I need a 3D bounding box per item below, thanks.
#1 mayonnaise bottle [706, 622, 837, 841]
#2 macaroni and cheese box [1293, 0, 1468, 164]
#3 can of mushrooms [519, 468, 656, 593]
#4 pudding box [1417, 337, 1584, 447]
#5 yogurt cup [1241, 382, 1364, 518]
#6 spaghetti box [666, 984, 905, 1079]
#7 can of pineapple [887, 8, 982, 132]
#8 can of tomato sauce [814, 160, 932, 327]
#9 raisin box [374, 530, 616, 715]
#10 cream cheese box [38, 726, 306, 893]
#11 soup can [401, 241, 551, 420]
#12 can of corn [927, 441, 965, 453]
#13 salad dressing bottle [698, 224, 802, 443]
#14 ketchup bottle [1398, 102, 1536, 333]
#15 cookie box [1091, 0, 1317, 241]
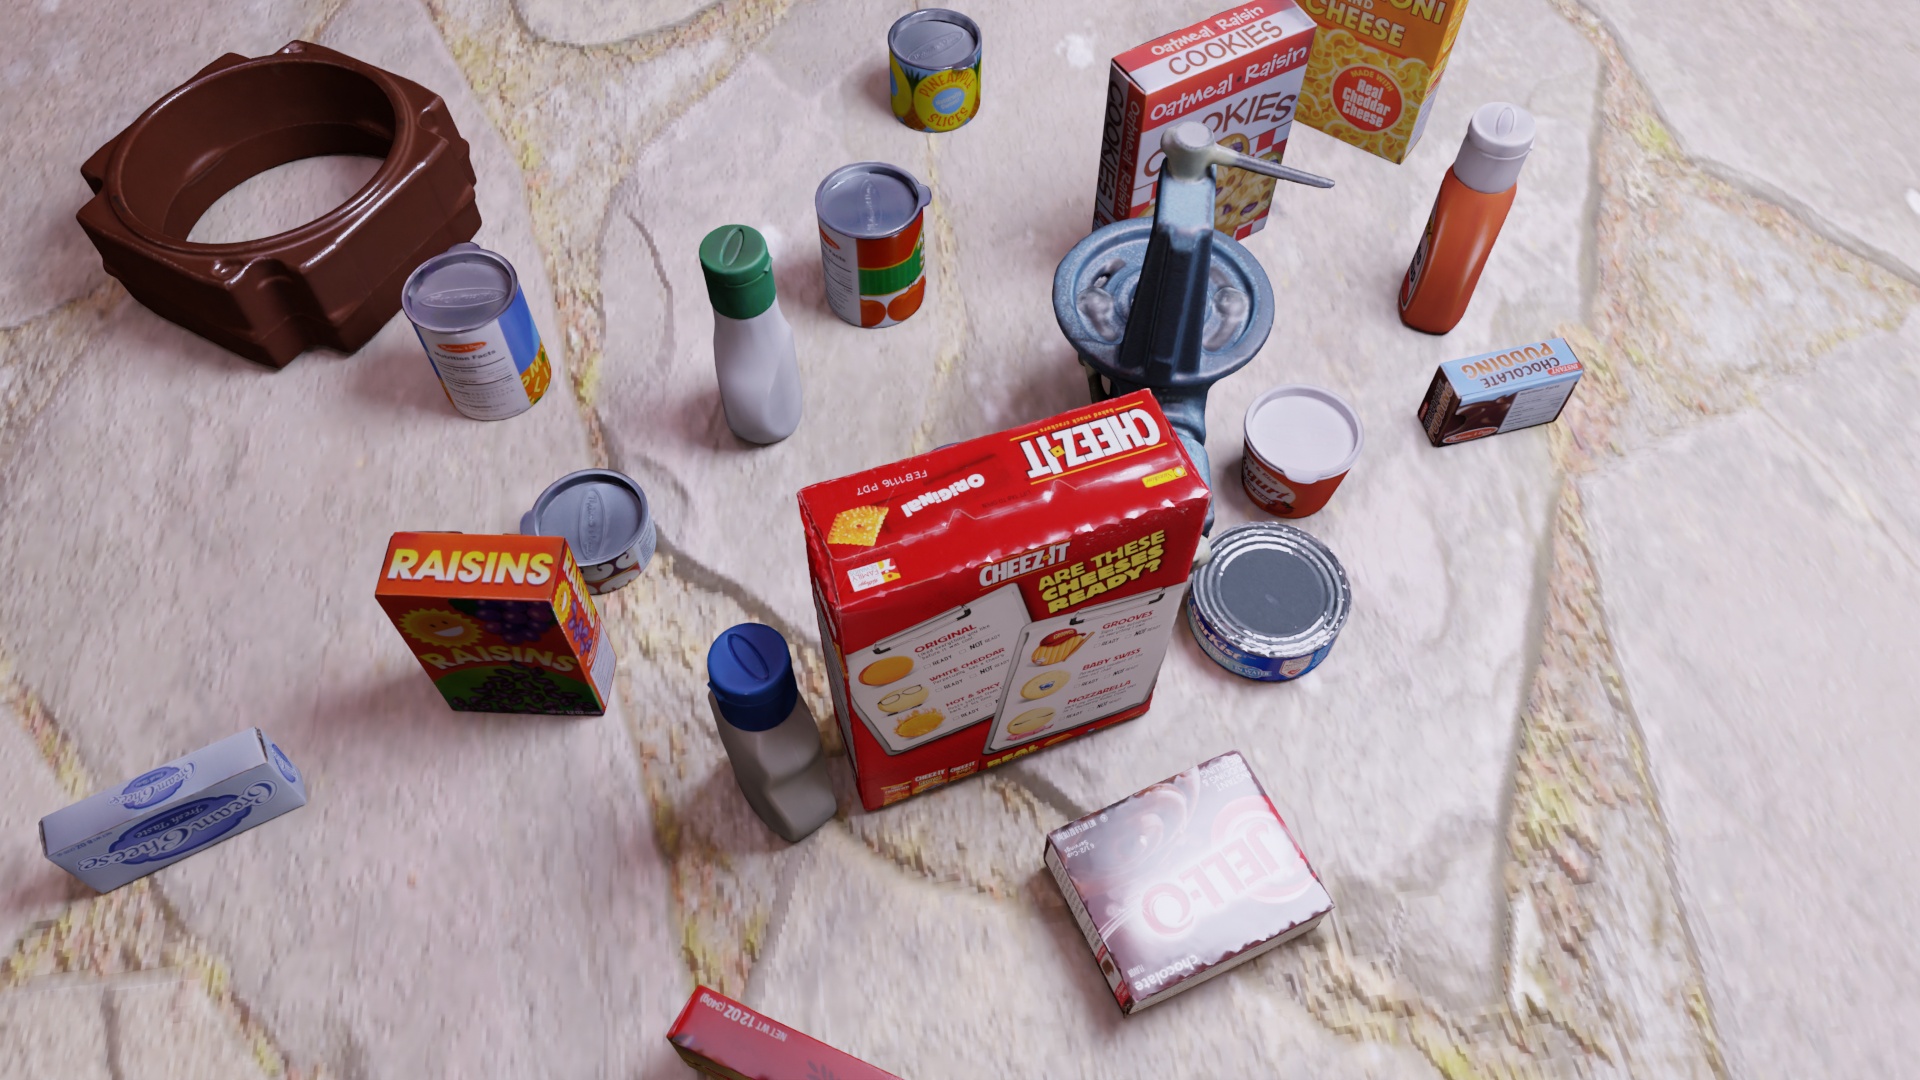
[{"bbox_3d":[-0.091,0.090,0.658,0.041,0.147,0.065,-34,63,-20],"label":"mayonnaise bottle"},{"bbox_3d":[0.269,-0.350,0.934,0.124,0.165,0.040,30,62,18],"label":"macaroni and cheese box"},{"bbox_3d":[-0.210,-0.005,0.787,0.071,0.033,0.071,0,57,0],"label":"can of mushrooms"},{"bbox_3d":[0.324,-0.089,0.834,0.084,0.049,0.030,-13,58,-8],"label":"pudding box"},{"bbox_3d":[0.194,-0.050,0.805,0.072,0.053,0.073,0,57,0],"label":"yogurt cup"},{"bbox_3d":[-0.010,0.262,0.604,0.250,0.050,0.029,20,60,13],"label":"spaghetti box"},{"bbox_3d":[-0.017,-0.332,0.985,0.071,0.057,0.071,0,57,0],"label":"can of pineapple"},{"bbox_3d":[-0.053,-0.186,0.875,0.071,0.082,0.071,0,57,0],"label":"can of tomato sauce"},{"bbox_3d":[-0.230,0.044,0.702,0.086,0.122,0.040,2,57,1],"label":"raisin box"},{"bbox_3d":[-0.385,0.133,0.685,0.104,0.053,0.024,-25,61,-15],"label":"cream cheese box"},{"bbox_3d":[-0.288,-0.125,0.834,0.071,0.083,0.072,0,57,0],"label":"soup can"},{"bbox_3d":[0.003,-0.010,0.776,0.071,0.058,0.071,0,57,0],"label":"can of corn"},{"bbox_3d":[-0.119,-0.115,0.791,0.044,0.147,0.064,10,58,6],"label":"salad dressing bottle"},{"bbox_3d":[0.308,-0.196,0.845,0.043,0.148,0.065,17,59,11],"label":"ketchup bottle"},{"bbox_3d":[0.145,-0.243,0.864,0.123,0.166,0.040,-27,61,-16],"label":"cookie box"}]
